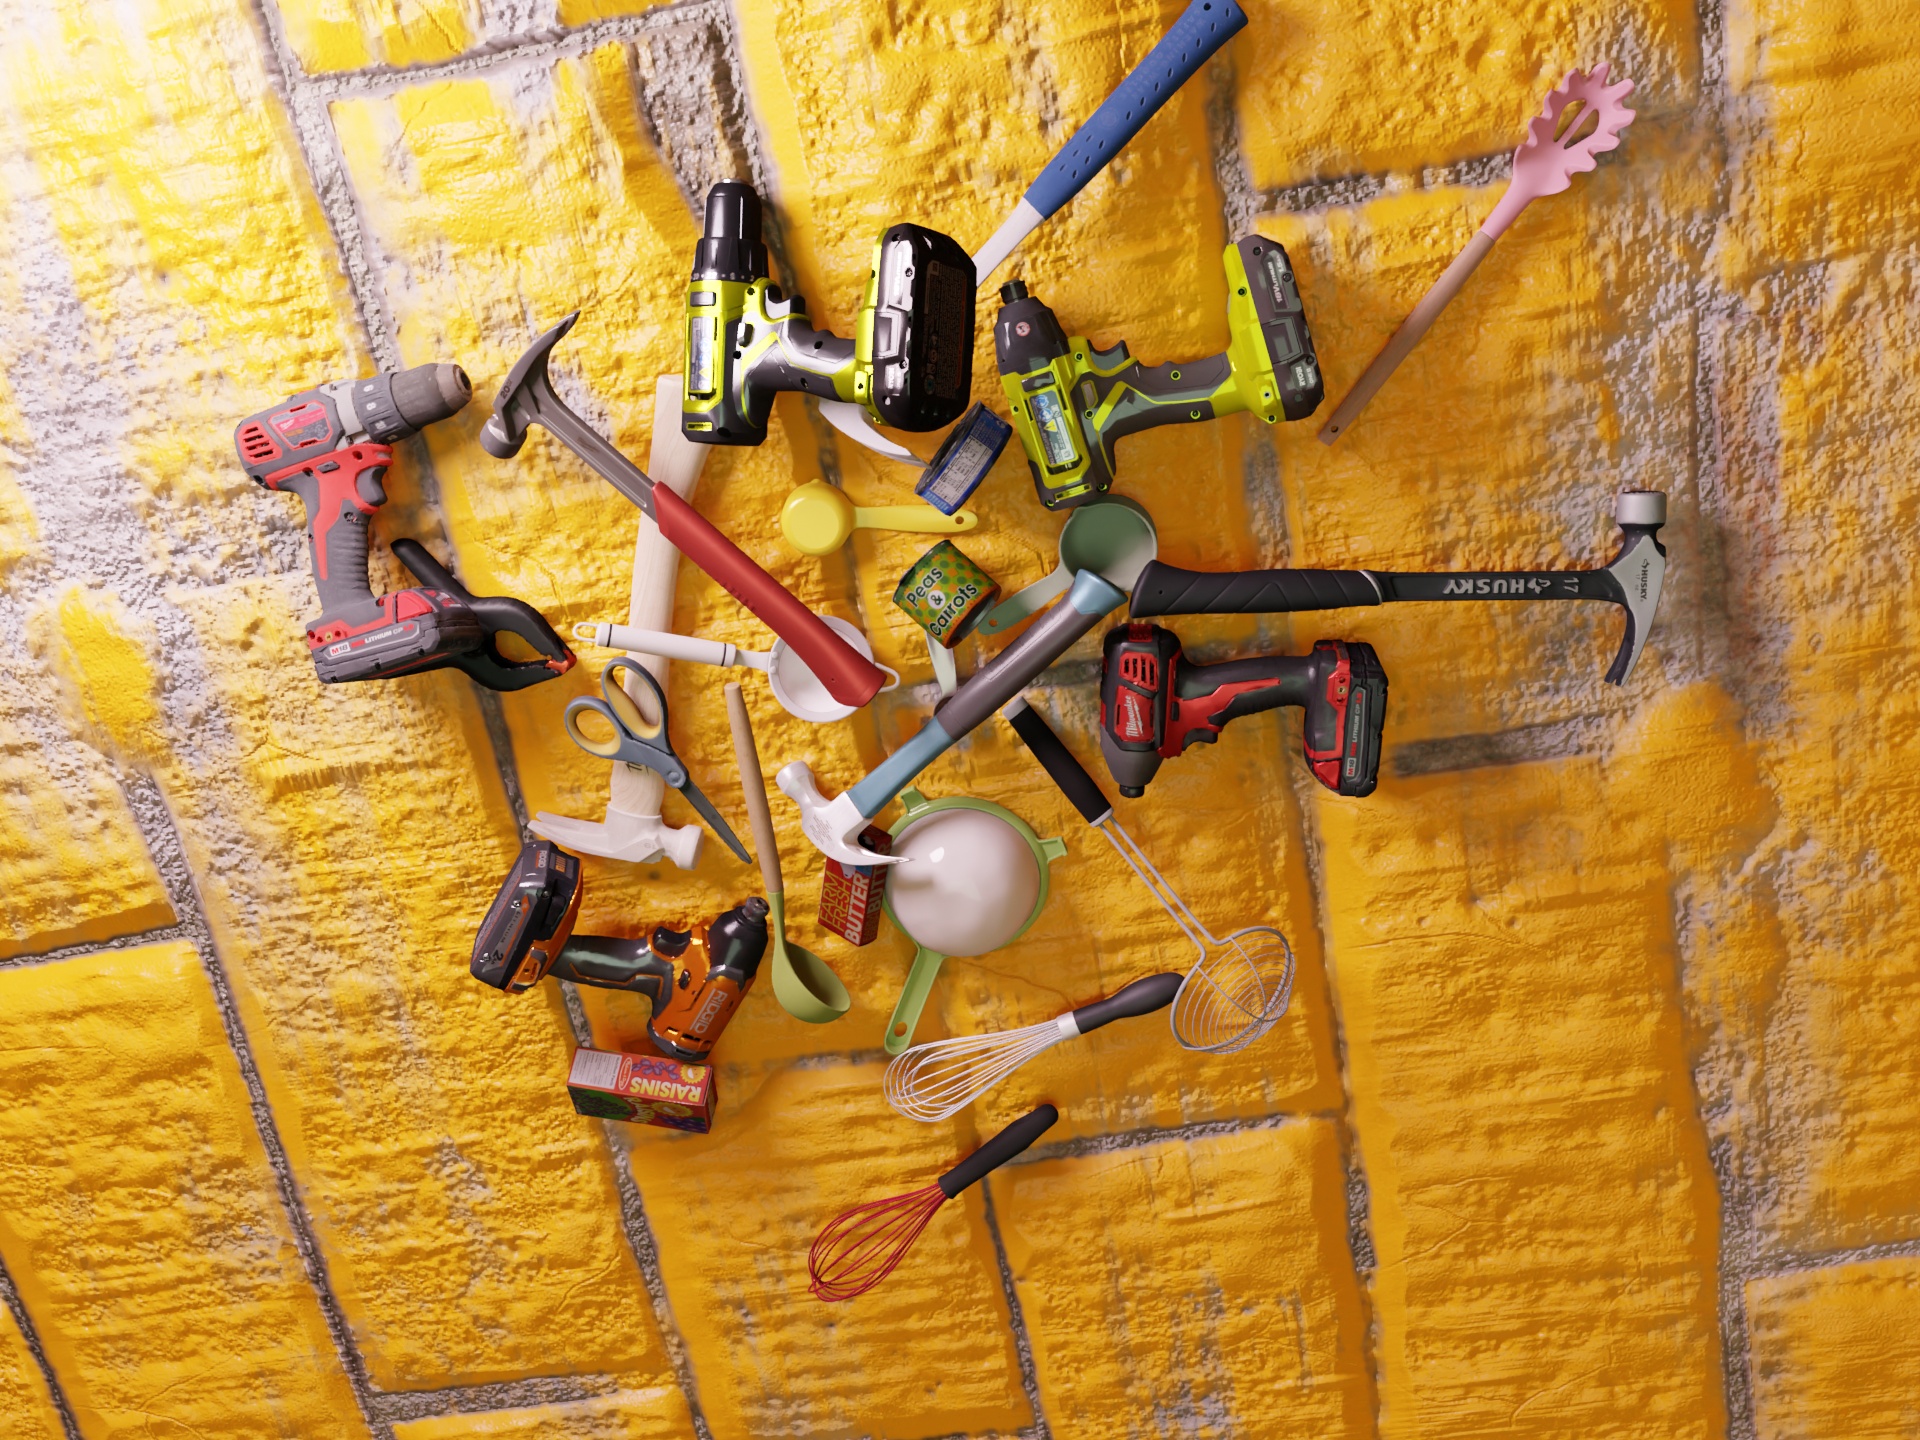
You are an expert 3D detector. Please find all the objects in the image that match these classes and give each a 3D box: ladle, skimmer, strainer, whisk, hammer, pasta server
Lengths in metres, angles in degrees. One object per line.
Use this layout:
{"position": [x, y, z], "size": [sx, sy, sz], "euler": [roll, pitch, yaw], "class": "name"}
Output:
{"position": [-0.146, 0.113, 1.311], "size": [0.062, 0.078, 0.320], "euler": [-11, 115, -6], "class": "ladle"}
{"position": [0.150, 0.128, 1.342], "size": [0.127, 0.090, 0.363], "euler": [-39, 93, -7], "class": "skimmer"}
{"position": [-0.018, 0.191, 1.357], "size": [0.151, 0.069, 0.256], "euler": [20, 109, -4], "class": "strainer"}
{"position": [-0.028, 0.440, 1.460], "size": [0.296, 0.073, 0.073], "euler": [-38, 104, 10], "class": "whisk"}
{"position": [-0.260, -0.075, 1.290], "size": [0.146, 0.038, 0.410], "euler": [11, 110, 1], "class": "hammer"}
{"position": [0.366, -0.330, 1.158], "size": [0.060, 0.040, 0.316], "euler": [38, 110, 2], "class": "pasta server"}
{"position": [0.065, 0.279, 1.395], "size": [0.284, 0.070, 0.070], "euler": [-23, 108, 6], "class": "whisk"}
{"position": [0.333, -0.097, 1.216], "size": [0.409, 0.036, 0.149], "euler": [-1, 98, -1], "class": "hammer"}
{"position": [0.049, -0.356, 1.144], "size": [0.405, 0.035, 0.144], "euler": [-45, 66, 12], "class": "hammer"}
{"position": [-0.194, -0.142, 1.202], "size": [0.359, 0.037, 0.149], "euler": [41, 134, -11], "class": "hammer"}
{"position": [-0.002, -0.004, 1.265], "size": [0.331, 0.033, 0.128], "euler": [-42, 70, 18], "class": "hammer"}
{"position": [-0.177, -0.052, 1.267], "size": [0.258, 0.050, 0.087], "euler": [9, 87, -16], "class": "strainer"}

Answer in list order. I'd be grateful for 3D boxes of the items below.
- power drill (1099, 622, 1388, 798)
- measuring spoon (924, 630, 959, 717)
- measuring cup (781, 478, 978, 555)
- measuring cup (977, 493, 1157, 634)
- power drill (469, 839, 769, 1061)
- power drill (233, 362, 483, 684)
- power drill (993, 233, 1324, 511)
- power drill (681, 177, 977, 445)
{"position": [0.221, -0.001, 1.271], "size": [0.219, 0.079, 0.143], "euler": [3, 111, 5], "class": "power drill"}
{"position": [-0.013, -0.050, 1.300], "size": [0.034, 0.018, 0.124], "euler": [-10, 103, 7], "class": "measuring spoon"}
{"position": [-0.065, -0.156, 1.250], "size": [0.156, 0.029, 0.062], "euler": [1, 111, 5], "class": "measuring cup"}
{"position": [0.082, -0.118, 1.258], "size": [0.167, 0.038, 0.083], "euler": [-32, 109, 26], "class": "measuring cup"}
{"position": [-0.280, 0.187, 1.352], "size": [0.226, 0.084, 0.164], "euler": [25, 110, -21], "class": "power drill"}
{"position": [-0.443, -0.156, 1.230], "size": [0.188, 0.080, 0.226], "euler": [-16, 92, 9], "class": "power drill"}
{"position": [0.141, -0.268, 1.173], "size": [0.223, 0.080, 0.171], "euler": [-16, 102, 12], "class": "power drill"}
{"position": [-0.105, -0.291, 1.132], "size": [0.229, 0.080, 0.190], "euler": [8, 98, 33], "class": "power drill"}
